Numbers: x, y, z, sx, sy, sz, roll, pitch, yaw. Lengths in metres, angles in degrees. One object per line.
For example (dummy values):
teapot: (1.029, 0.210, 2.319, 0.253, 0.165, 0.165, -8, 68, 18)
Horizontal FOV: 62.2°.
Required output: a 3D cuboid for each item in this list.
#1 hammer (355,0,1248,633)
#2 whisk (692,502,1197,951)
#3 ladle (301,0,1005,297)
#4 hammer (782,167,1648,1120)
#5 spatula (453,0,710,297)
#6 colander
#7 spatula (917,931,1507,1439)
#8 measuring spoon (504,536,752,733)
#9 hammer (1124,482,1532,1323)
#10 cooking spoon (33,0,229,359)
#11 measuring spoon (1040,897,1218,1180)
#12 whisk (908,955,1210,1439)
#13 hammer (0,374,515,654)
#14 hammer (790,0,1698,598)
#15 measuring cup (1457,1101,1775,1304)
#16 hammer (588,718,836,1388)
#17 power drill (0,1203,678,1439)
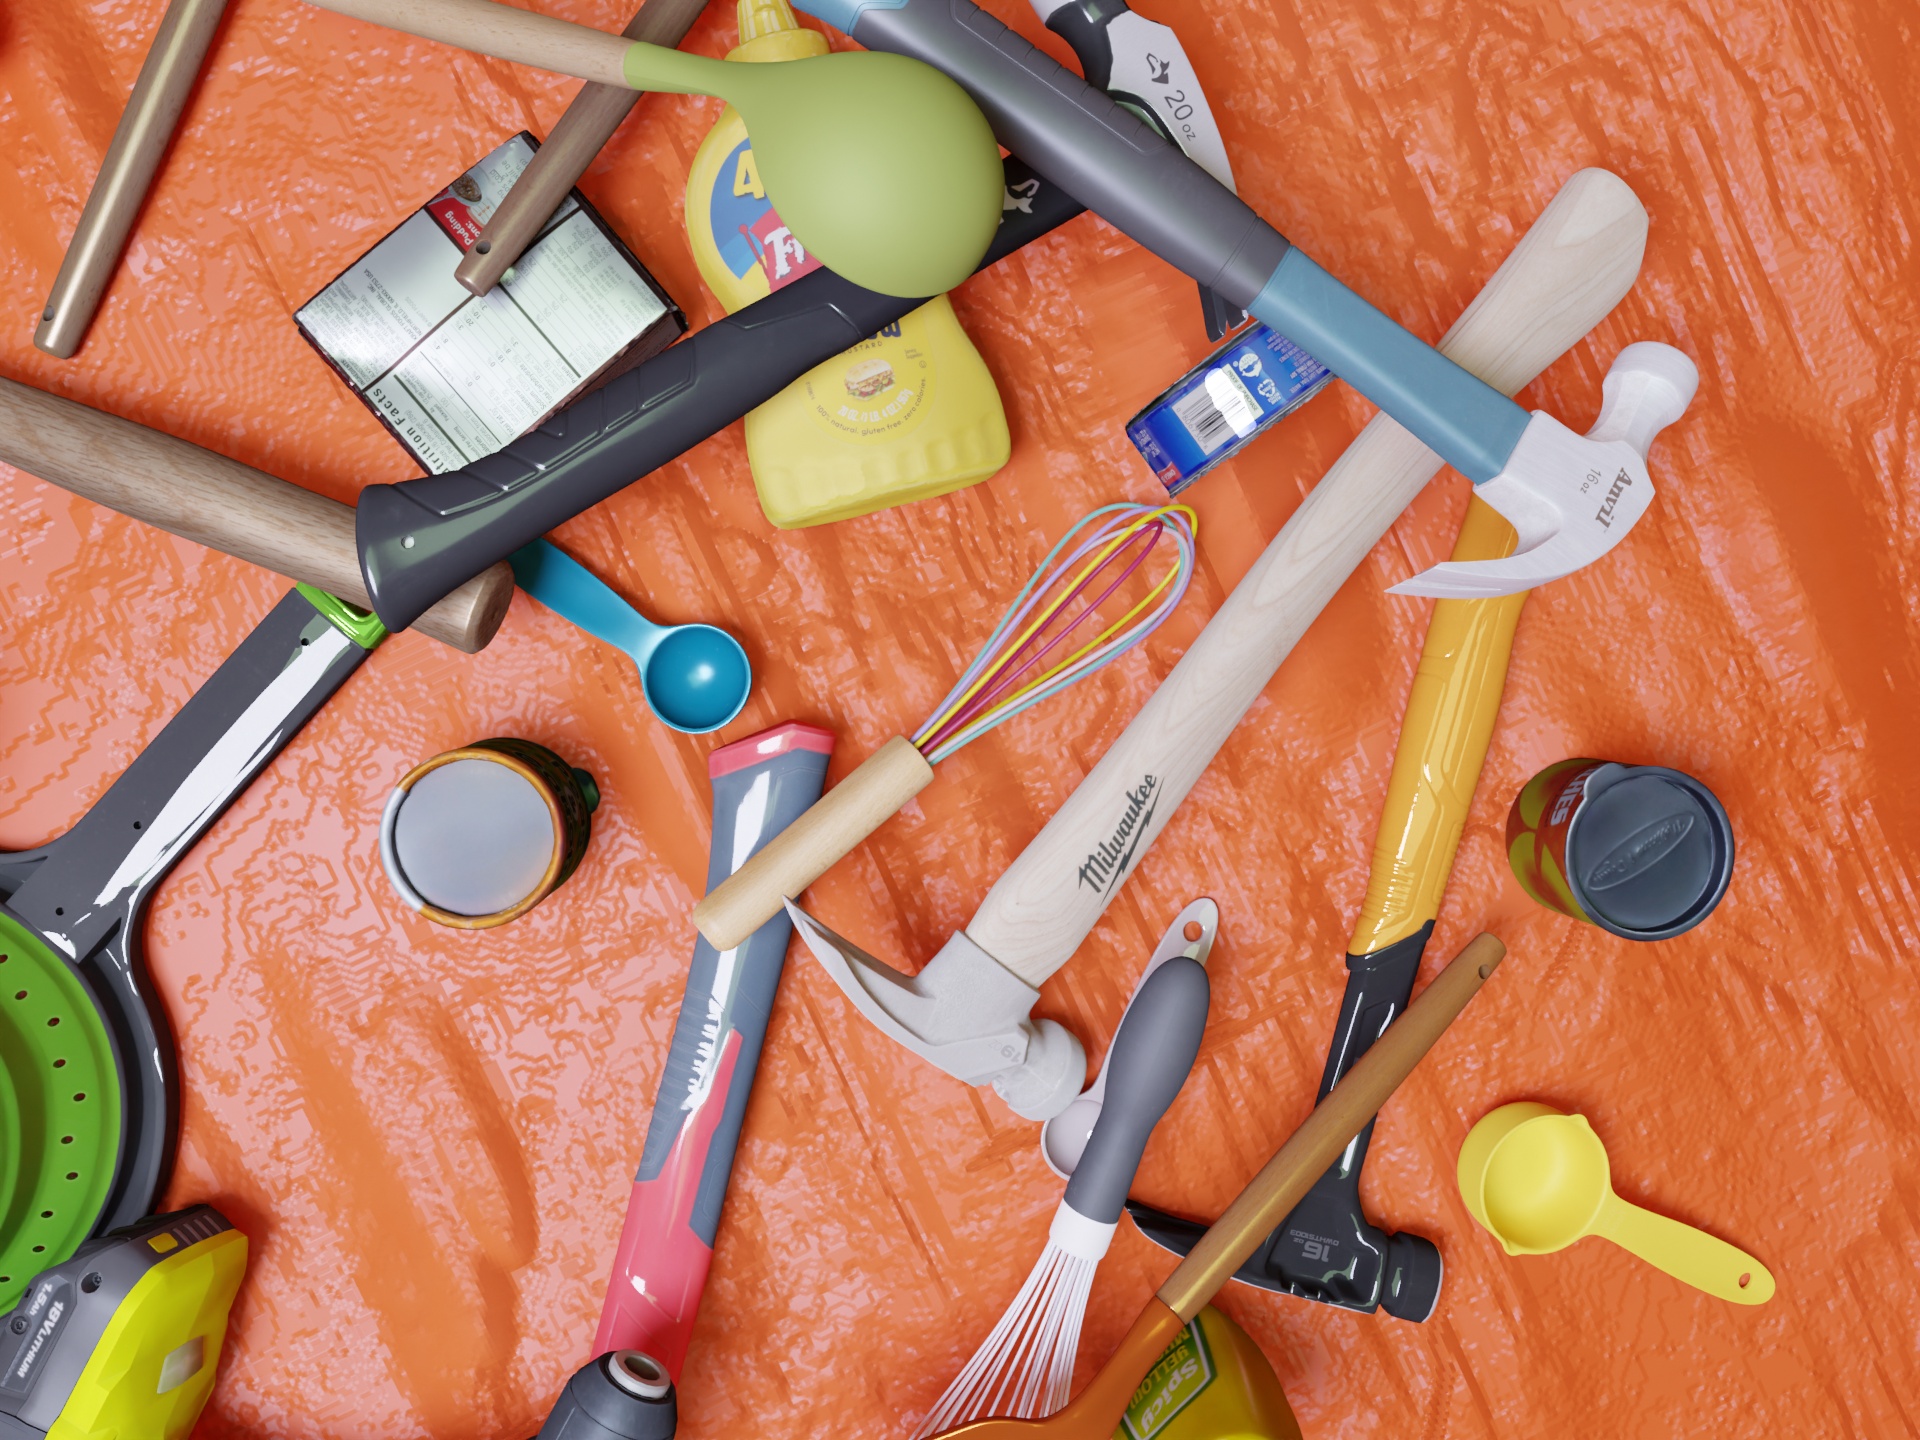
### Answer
hammer: (-0.053, -0.128, 0.541, 0.335, 0.035, 0.146, -33, 96, -10)
whisk: (-0.002, -0.003, 0.590, 0.245, 0.047, 0.051, -40, 89, -13)
ladle: (-0.124, -0.211, 0.531, 0.320, 0.062, 0.078, 24, 49, 27)
hammer: (0.108, -0.043, 0.584, 0.410, 0.038, 0.146, -51, 126, -2)
spatula: (-0.091, -0.284, 0.582, 0.060, 0.018, 0.316, 29, 80, 13)
colander: (-0.341, 0.084, 0.558, 0.204, 0.094, 0.397, 42, 89, -4)
spatula: (0.087, 0.191, 0.578, 0.322, 0.041, 0.081, -43, 110, -14)
measuring spoon: (-0.135, -0.040, 0.613, 0.128, 0.021, 0.042, 35, 90, 4)
hammer: (0.168, 0.062, 0.628, 0.127, 0.034, 0.337, 16, 91, -6)
cooking spoon: (-0.271, -0.280, 0.583, 0.069, 0.017, 0.319, 26, 93, 22)
measuring spoon: (0.069, 0.126, 0.635, 0.034, 0.018, 0.124, 30, 83, -5)
whisk: (0.034, 0.220, 0.599, 0.070, 0.070, 0.284, 20, 95, -5)
hammer: (-0.317, -0.096, 0.567, 0.331, 0.031, 0.130, 22, 93, 3)
hammer: (0.092, -0.157, 0.531, 0.331, 0.033, 0.128, 34, 74, -7)
measuring cup: (0.268, 0.203, 0.650, 0.156, 0.029, 0.062, 28, 90, -17)
hammer: (-0.094, 0.191, 0.610, 0.143, 0.038, 0.386, 15, 91, -6)
power drill: (-0.223, 0.270, 0.557, 0.228, 0.080, 0.190, 27, 91, 8)
